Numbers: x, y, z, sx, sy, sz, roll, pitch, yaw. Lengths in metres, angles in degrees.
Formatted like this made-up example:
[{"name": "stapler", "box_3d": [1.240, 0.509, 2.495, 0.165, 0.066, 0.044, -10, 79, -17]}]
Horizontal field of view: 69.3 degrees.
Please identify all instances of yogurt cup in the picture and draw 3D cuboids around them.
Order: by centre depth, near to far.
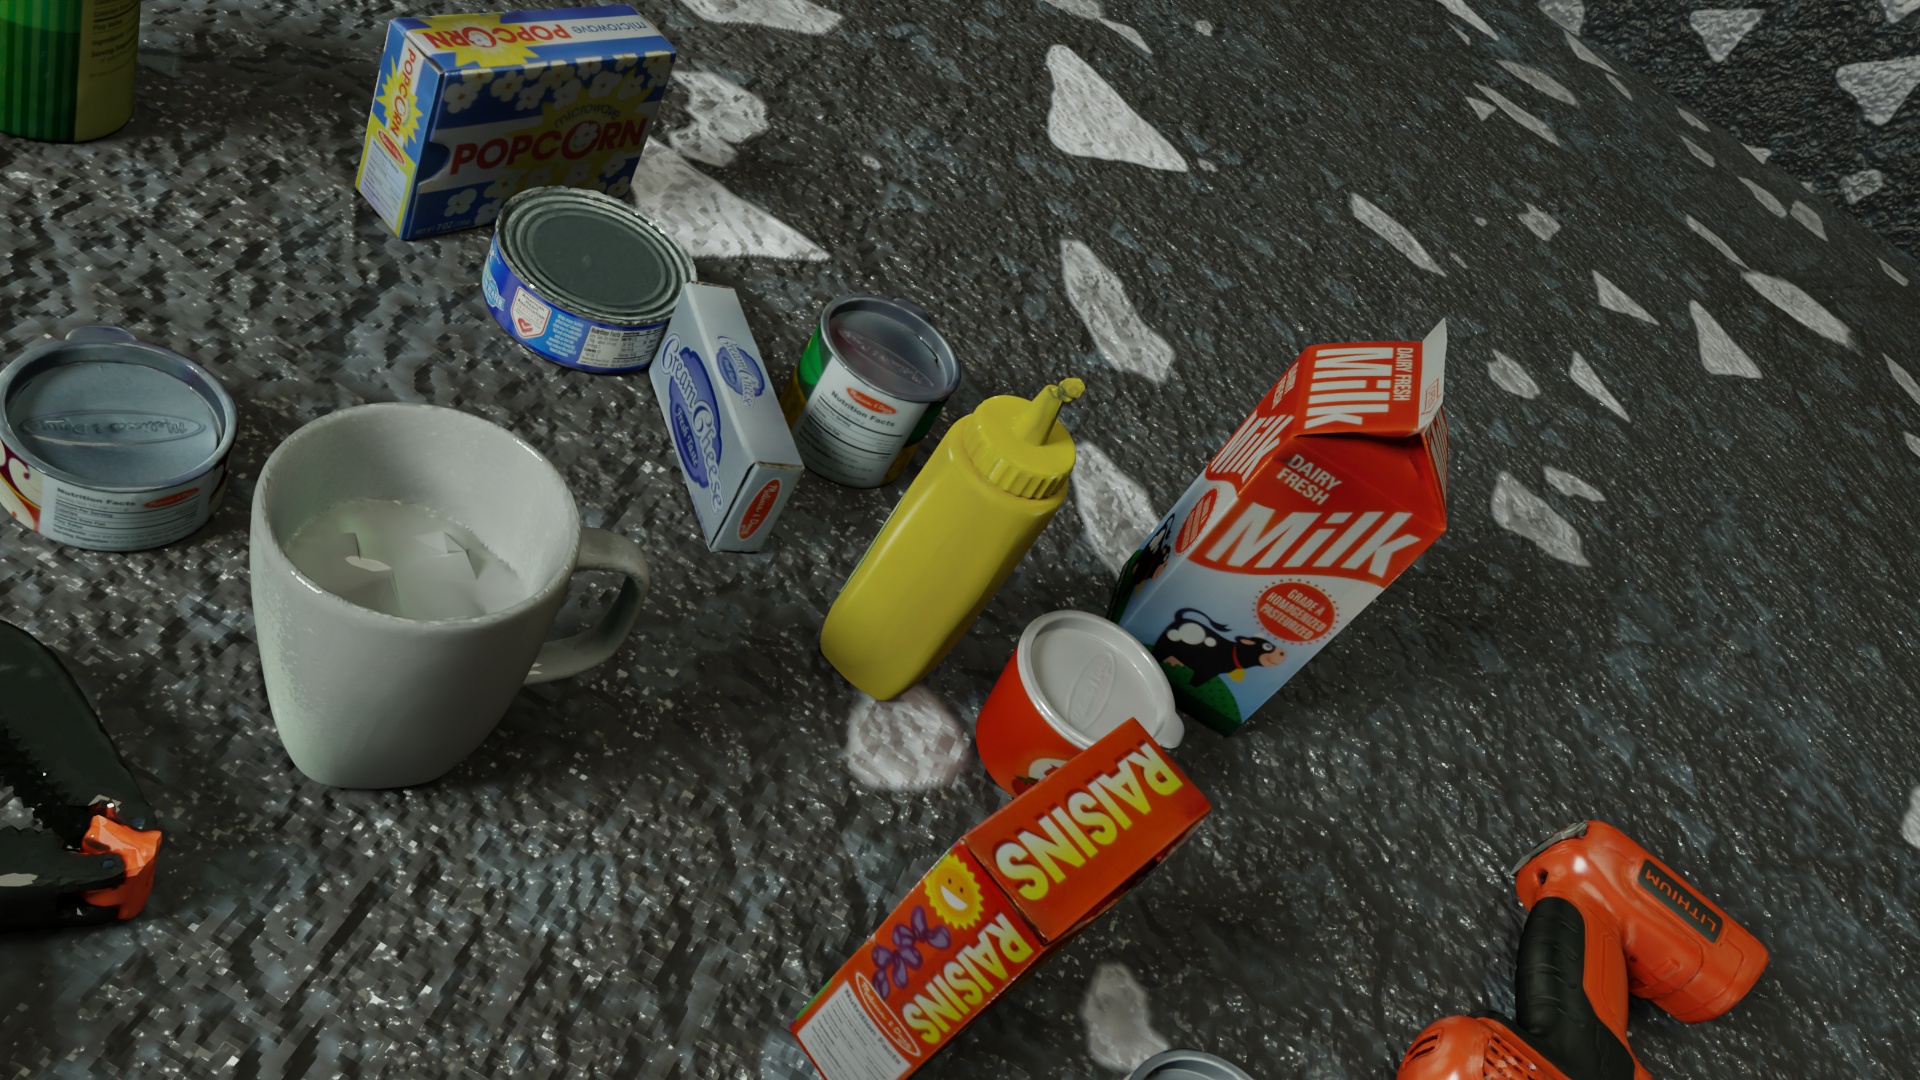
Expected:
[{"name": "yogurt cup", "box_3d": [0.041, 0.069, 0.541, 0.072, 0.053, 0.073, 19, 42, -18]}]

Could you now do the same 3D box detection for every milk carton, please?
[{"name": "milk carton", "box_3d": [0.140, -0.009, 0.581, 0.073, 0.189, 0.073, 31, 39, -5]}]

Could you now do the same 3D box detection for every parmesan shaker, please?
[{"name": "parmesan shaker", "box_3d": [-0.341, -0.206, 0.511, 0.071, 0.102, 0.072, 20, 42, -18]}]

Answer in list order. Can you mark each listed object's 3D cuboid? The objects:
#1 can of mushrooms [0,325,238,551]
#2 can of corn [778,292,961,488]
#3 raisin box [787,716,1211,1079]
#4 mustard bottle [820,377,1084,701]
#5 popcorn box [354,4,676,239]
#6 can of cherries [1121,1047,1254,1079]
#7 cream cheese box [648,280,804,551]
[{"name": "can of mushrooms", "box_3d": [-0.269, -0.032, 0.441, 0.071, 0.033, 0.071, 19, 42, -18]}, {"name": "can of corn", "box_3d": [-0.041, -0.067, 0.616, 0.071, 0.058, 0.071, 19, 42, -18]}, {"name": "raisin box", "box_3d": [0.010, 0.115, 0.419, 0.086, 0.122, 0.040, -23, 66, -46]}, {"name": "mustard bottle", "box_3d": [0.002, -0.006, 0.505, 0.049, 0.159, 0.066, 38, 39, 3]}, {"name": "popcorn box", "box_3d": [-0.192, -0.185, 0.608, 0.038, 0.084, 0.127, 46, 40, 13]}, {"name": "can of cherries", "box_3d": [0.063, 0.200, 0.421, 0.071, 0.058, 0.072, 19, 42, -18]}, {"name": "cream cheese box", "box_3d": [-0.097, -0.051, 0.564, 0.024, 0.053, 0.104, 1, 50, -35]}]
